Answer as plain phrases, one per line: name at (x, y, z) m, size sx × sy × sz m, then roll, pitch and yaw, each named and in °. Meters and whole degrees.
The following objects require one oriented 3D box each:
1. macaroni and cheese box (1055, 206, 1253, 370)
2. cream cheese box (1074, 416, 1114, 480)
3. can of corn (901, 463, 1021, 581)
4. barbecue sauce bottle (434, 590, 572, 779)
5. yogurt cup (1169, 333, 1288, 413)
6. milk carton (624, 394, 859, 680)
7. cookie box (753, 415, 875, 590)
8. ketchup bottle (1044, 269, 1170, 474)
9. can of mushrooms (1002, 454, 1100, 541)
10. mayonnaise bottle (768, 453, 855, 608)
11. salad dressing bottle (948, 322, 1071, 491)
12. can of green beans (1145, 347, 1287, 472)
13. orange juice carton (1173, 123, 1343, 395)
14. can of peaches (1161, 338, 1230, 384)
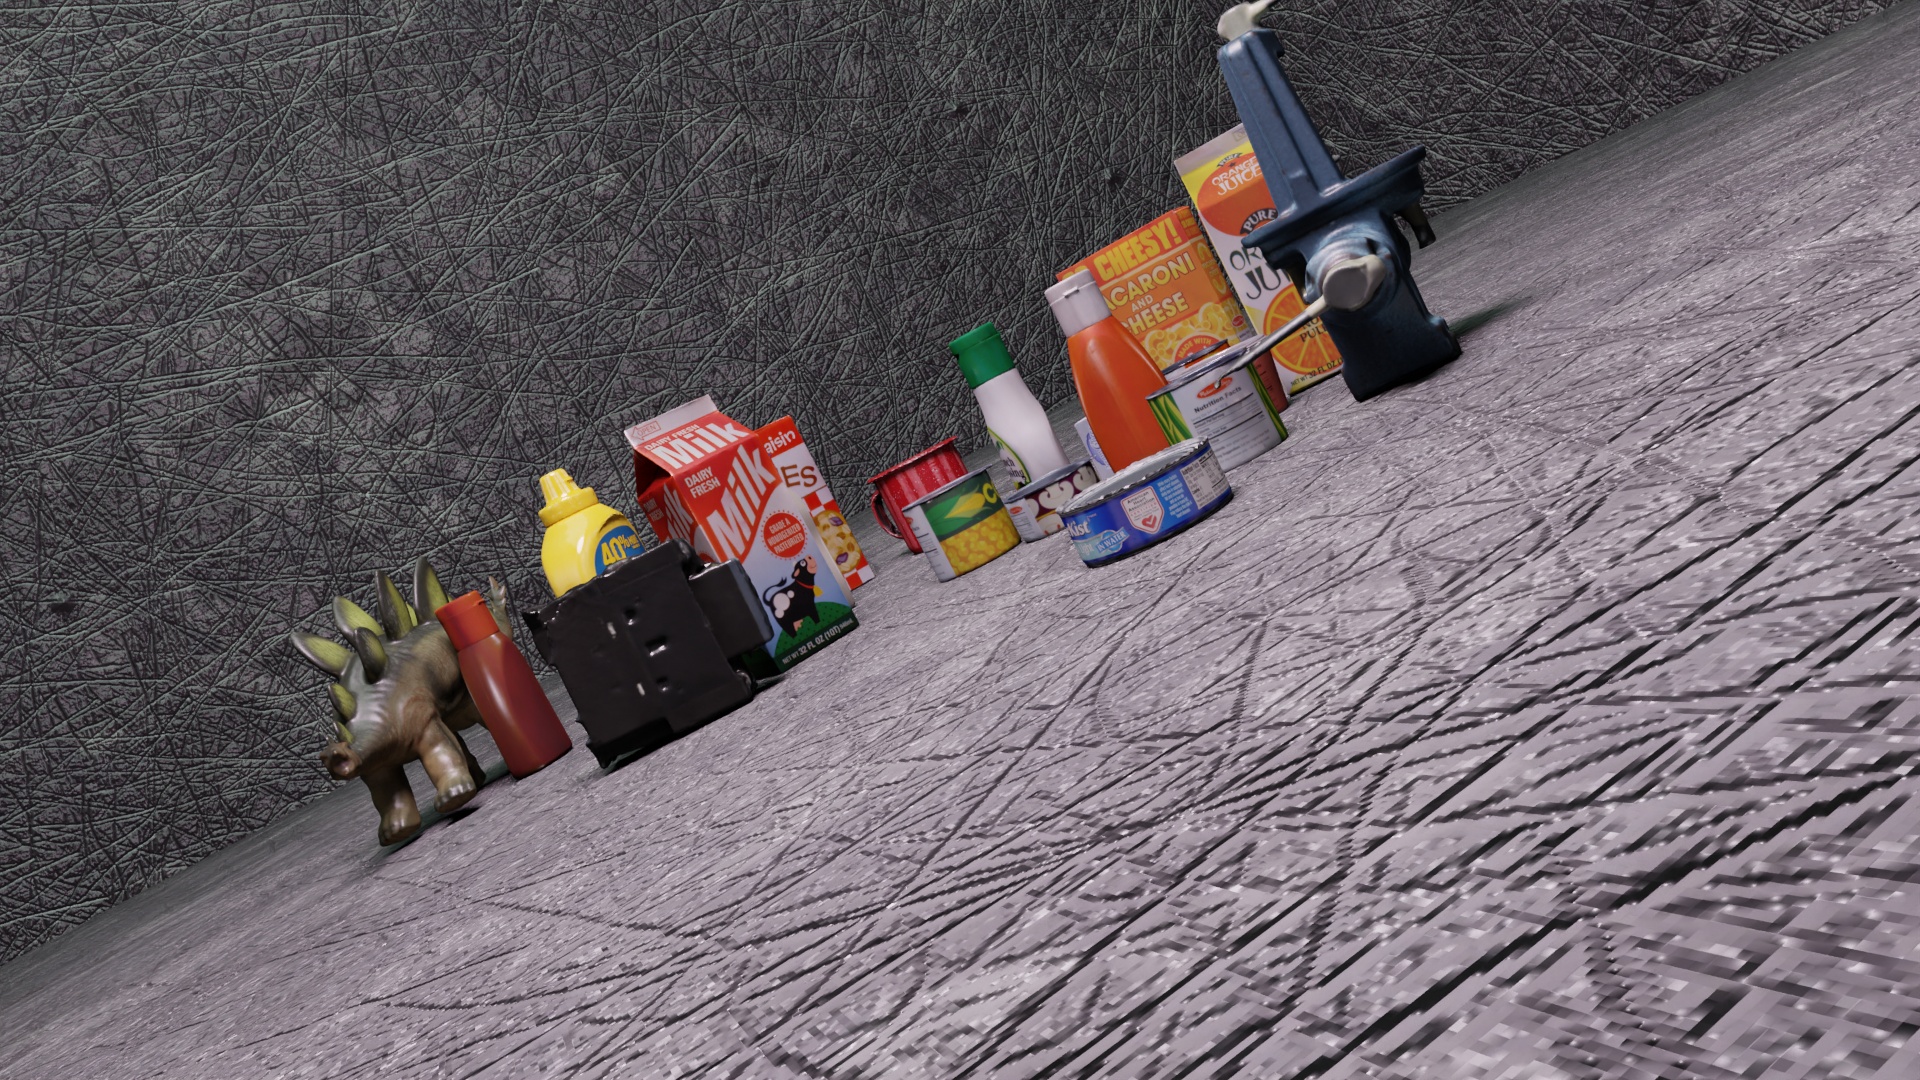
macaroni and cheese box at (0.173, -0.180, 1.181) m, size 0.123 × 0.166 × 0.040 m, roll -24°, pitch 5°, yaw 33°
cream cheese box at (0.129, -0.084, 1.080) m, size 0.024 × 0.053 × 0.104 m, roll -24°, pitch 6°, yaw 34°
can of corn at (0.003, -0.012, 0.968) m, size 0.071 × 0.058 × 0.071 m, roll -27°, pitch 5°, yaw 2°
barbecue sauce bottle at (-0.364, 0.112, 1.101) m, size 0.043 × 0.148 × 0.065 m, roll -27°, pitch 4°, yaw 10°
yogurt cup at (0.190, -0.105, 0.960) m, size 0.072 × 0.054 × 0.072 m, roll -27°, pitch 5°, yaw 2°
milk carton at (-0.156, -0.004, 0.952) m, size 0.073 × 0.190 × 0.073 m, roll -30°, pitch 5°, yaw -34°
cookie box at (-0.168, -0.011, 1.234) m, size 0.123 × 0.167 × 0.040 m, roll -30°, pitch 5°, yaw -30°
ketchup bottle at (0.109, -0.120, 0.993) m, size 0.064 × 0.148 × 0.043 m, roll -26°, pitch 4°, yaw 10°
can of mushrooms at (0.067, -0.028, 0.941) m, size 0.071 × 0.033 × 0.071 m, roll -27°, pitch 5°, yaw 2°
mayonnaise bottle at (-0.139, -0.003, 1.104) m, size 0.041 × 0.148 × 0.064 m, roll -30°, pitch 5°, yaw -35°
salad dressing bottle at (0.040, -0.086, 1.012) m, size 0.044 × 0.147 × 0.064 m, roll -28°, pitch 4°, yaw -7°
can of green beans at (0.151, -0.073, 0.820) m, size 0.071 × 0.058 × 0.071 m, roll -27°, pitch 5°, yaw 2°
orange juice carton at (0.230, -0.209, 1.018) m, size 0.071 × 0.192 × 0.073 m, roll -26°, pitch 5°, yaw 14°
can of peaches at (0.183, -0.110, 1.034) m, size 0.071 × 0.058 × 0.071 m, roll -27°, pitch 5°, yaw 2°
